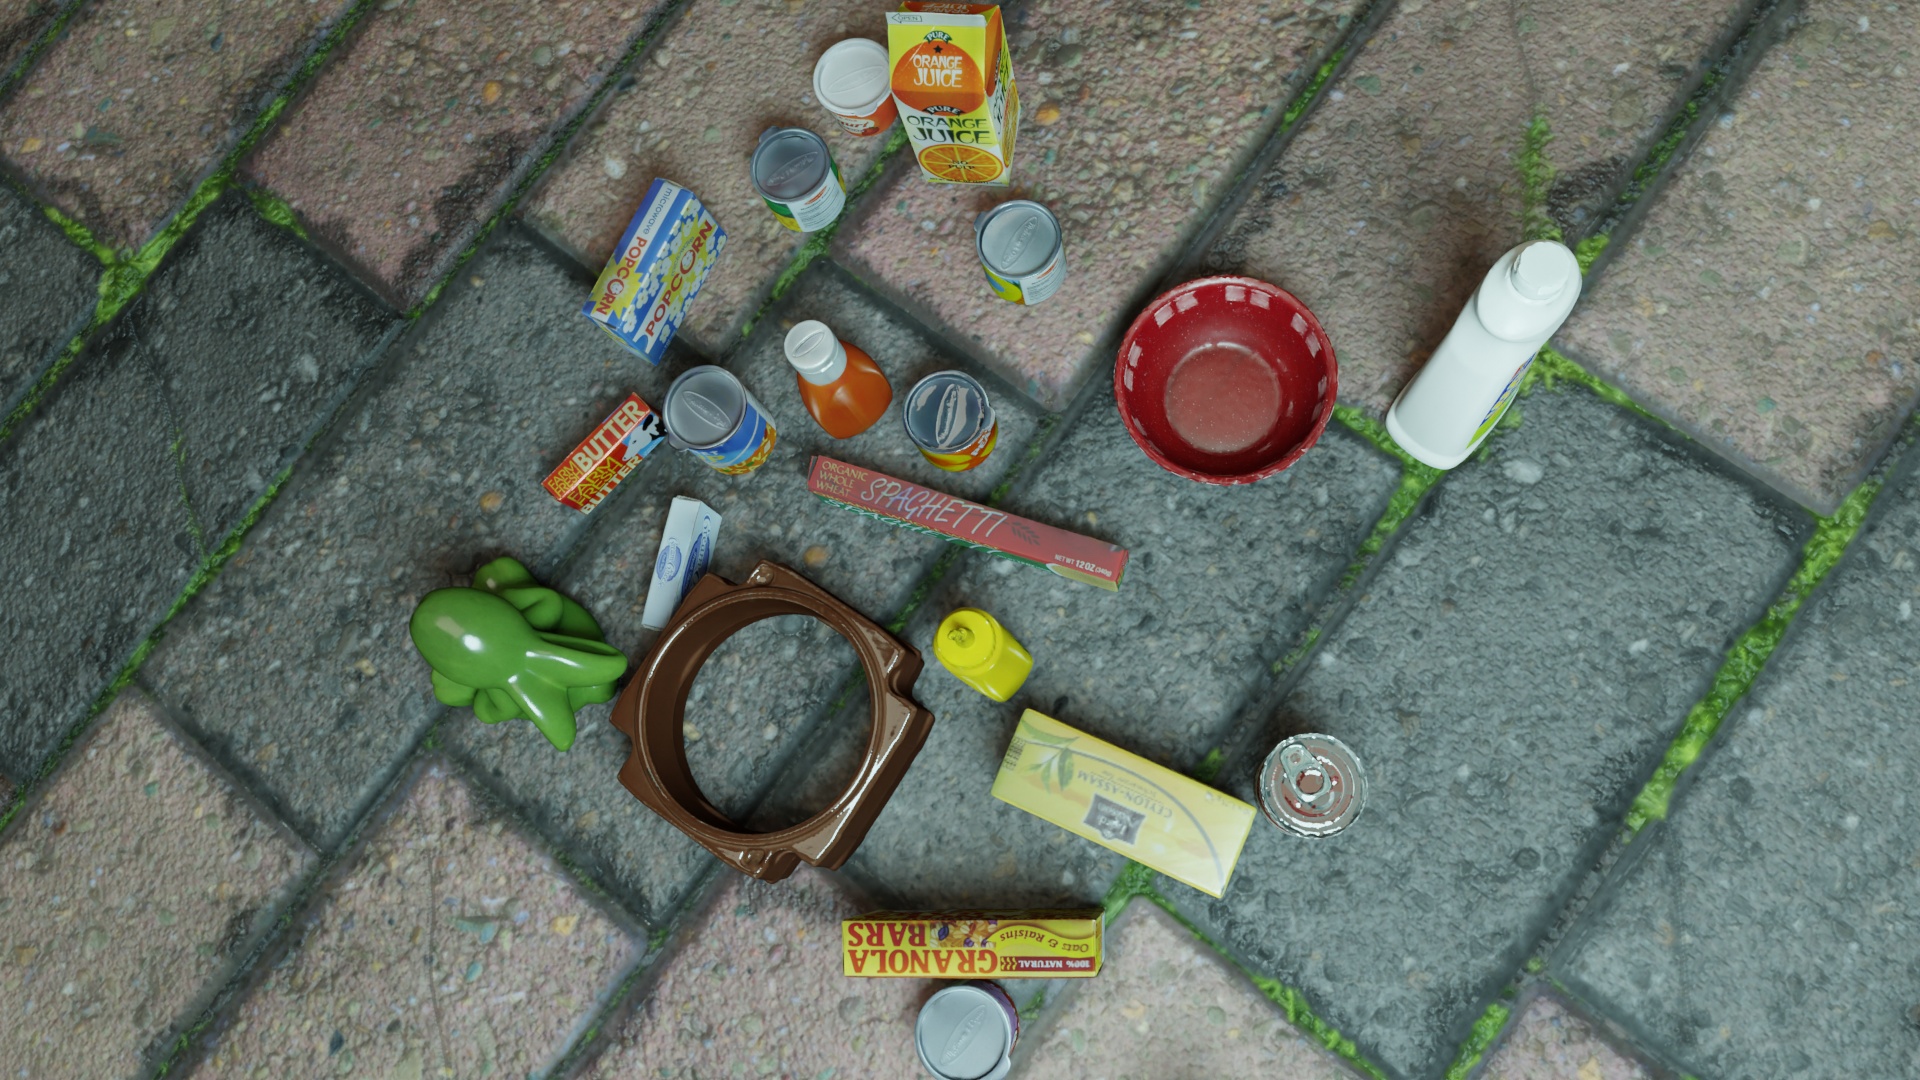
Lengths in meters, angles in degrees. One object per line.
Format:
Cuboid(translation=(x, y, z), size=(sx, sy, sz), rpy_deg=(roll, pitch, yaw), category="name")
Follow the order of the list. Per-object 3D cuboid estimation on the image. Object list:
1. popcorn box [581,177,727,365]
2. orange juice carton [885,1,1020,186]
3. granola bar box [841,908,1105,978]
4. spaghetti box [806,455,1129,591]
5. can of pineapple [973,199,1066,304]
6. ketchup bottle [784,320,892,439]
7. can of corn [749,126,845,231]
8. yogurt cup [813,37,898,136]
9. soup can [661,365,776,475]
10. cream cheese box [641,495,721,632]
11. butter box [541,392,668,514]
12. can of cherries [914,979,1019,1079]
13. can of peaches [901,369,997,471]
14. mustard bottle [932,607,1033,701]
Cuboid(translation=(-0.243, -0.214, 1.112), size=(0.038, 0.085, 0.127), rpy_deg=(25, 83, 13), category="popcorn box")
Cuboid(translation=(-0.004, -0.344, 1.049), size=(0.072, 0.192, 0.073), rpy_deg=(6, 79, 10), category="orange juice carton")
Cuboid(translation=(0.014, 0.273, 0.945), size=(0.165, 0.124, 0.039), rpy_deg=(-3, 78, 8), category="granola bar box")
Cuboid(translation=(0.004, -0.013, 1.048), size=(0.250, 0.050, 0.029), rpy_deg=(17, 81, 12), category="spaghetti box")
Cuboid(translation=(0.047, -0.226, 1.085), size=(0.071, 0.058, 0.071), rpy_deg=(-2, 78, 8), category="can of pineapple")
Cuboid(translation=(-0.094, -0.121, 1.036), size=(0.065, 0.148, 0.043), rpy_deg=(-40, 75, -1), category="ketchup bottle")
Cuboid(translation=(-0.132, -0.294, 1.127), size=(0.071, 0.058, 0.071), rpy_deg=(-2, 78, 8), category="can of corn")
Cuboid(translation=(-0.082, -0.368, 1.138), size=(0.072, 0.054, 0.072), rpy_deg=(-2, 78, 8), category="yogurt cup")
Cuboid(translation=(-0.187, -0.090, 1.077), size=(0.071, 0.083, 0.071), rpy_deg=(-2, 78, 8), category="soup can")
Cuboid(translation=(-0.215, 0.022, 1.072), size=(0.024, 0.053, 0.104), rpy_deg=(10, 80, 11), category="cream cheese box")
Cuboid(translation=(-0.279, -0.068, 1.102), size=(0.103, 0.053, 0.024), rpy_deg=(-45, 76, -3), category="butter box")
Cuboid(translation=(0.007, 0.343, 0.965), size=(0.071, 0.058, 0.071), rpy_deg=(-2, 78, 8), category="can of cherries")
Cuboid(translation=(-0.005, -0.090, 1.063), size=(0.071, 0.058, 0.071), rpy_deg=(-2, 78, 8), category="can of peaches")
Cuboid(translation=(0.012, 0.076, 0.971), size=(0.065, 0.160, 0.049), rpy_deg=(35, 85, 14), category="mustard bottle")
